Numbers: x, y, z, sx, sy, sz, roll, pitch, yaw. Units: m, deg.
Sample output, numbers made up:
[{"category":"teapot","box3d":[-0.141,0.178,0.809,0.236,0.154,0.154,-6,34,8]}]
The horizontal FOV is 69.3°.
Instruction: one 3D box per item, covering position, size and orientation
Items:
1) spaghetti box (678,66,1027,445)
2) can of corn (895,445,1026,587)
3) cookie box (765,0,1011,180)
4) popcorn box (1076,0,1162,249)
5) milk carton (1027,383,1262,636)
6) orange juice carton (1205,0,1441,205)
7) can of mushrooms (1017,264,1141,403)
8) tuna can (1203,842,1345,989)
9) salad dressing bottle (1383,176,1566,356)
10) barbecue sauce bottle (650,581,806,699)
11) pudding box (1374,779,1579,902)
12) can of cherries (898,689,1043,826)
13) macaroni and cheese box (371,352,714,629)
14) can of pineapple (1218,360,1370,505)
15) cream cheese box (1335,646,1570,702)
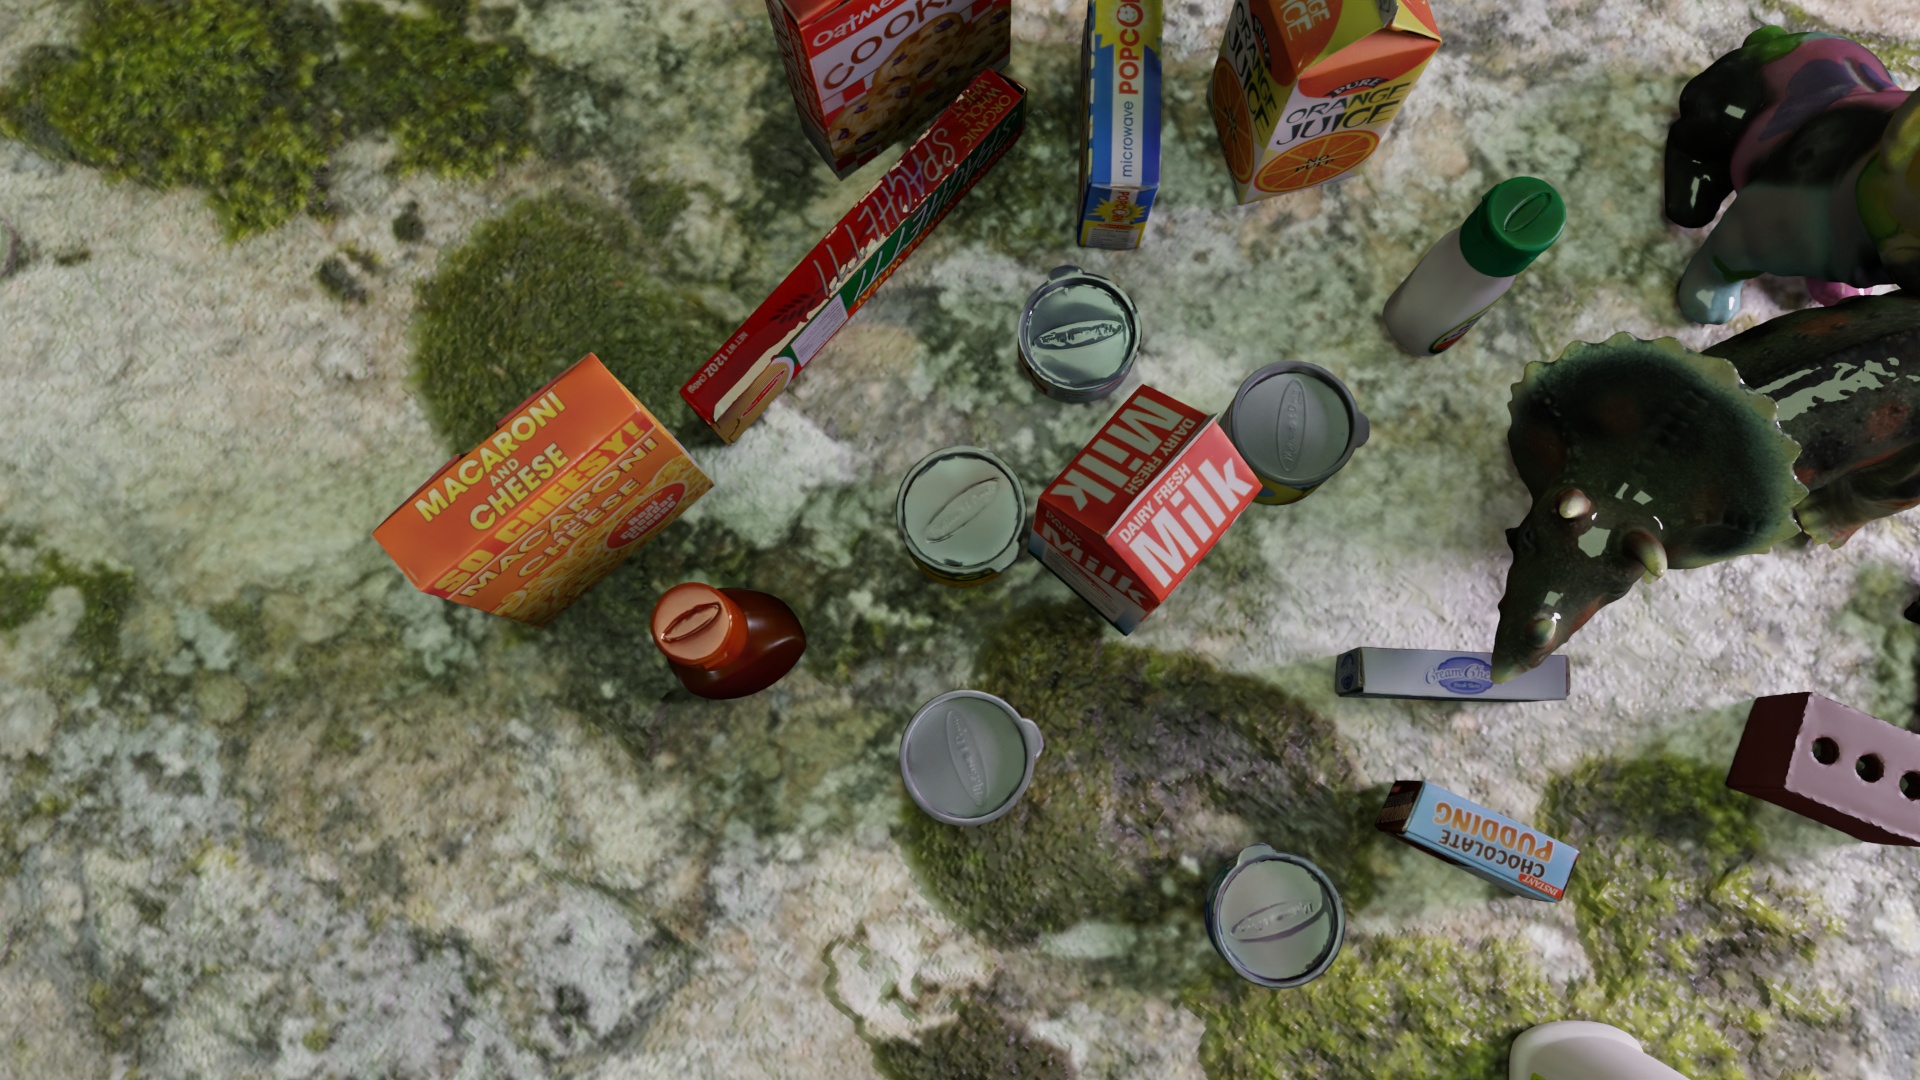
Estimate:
[{"category":"spaghetti box","box3d":[-0.055,-0.155,0.758,0.029,0.050,0.250,41,83,7]},{"category":"can of corn","box3d":[0.003,-0.009,0.726,0.071,0.058,0.071,0,80,1]},{"category":"cookie box","box3d":[-0.032,-0.267,0.718,0.123,0.167,0.040,-36,82,-5]},{"category":"popcorn box","box3d":[0.085,-0.232,0.751,0.038,0.085,0.127,2,80,2]},{"category":"milk carton","box3d":[0.084,-0.012,0.658,0.073,0.190,0.072,41,84,7]},{"category":"orange juice carton","box3d":[0.181,-0.246,0.697,0.073,0.192,0.072,-15,81,-1]},{"category":"can of mushrooms","box3d":[0.064,-0.112,0.756,0.071,0.033,0.071,0,80,1]},{"category":"tuna can","box3d":[0.157,0.187,0.702,0.071,0.033,0.071,0,80,1]},{"category":"salad dressing bottle","box3d":[0.257,-0.136,0.699,0.064,0.147,0.044,-40,82,-5]},{"category":"barbecue sauce bottle","box3d":[-0.115,0.048,0.673,0.065,0.148,0.044,-30,81,-4]},{"category":"pudding box","box3d":[0.258,0.150,0.698,0.084,0.049,0.030,24,82,5]},{"category":"can of cherries","box3d":[0.006,0.110,0.705,0.071,0.058,0.071,0,80,1]},{"category":"macaroni and cheese box","box3d":[-0.195,-0.018,0.677,0.124,0.166,0.040,-41,82,-5]},{"category":"can of pineapple","box3d":[0.172,-0.054,0.731,0.071,0.058,0.071,0,80,1]},{"category":"cream cheese box","box3d":[0.249,0.069,0.710,0.104,0.053,0.024,2,81,1]}]
